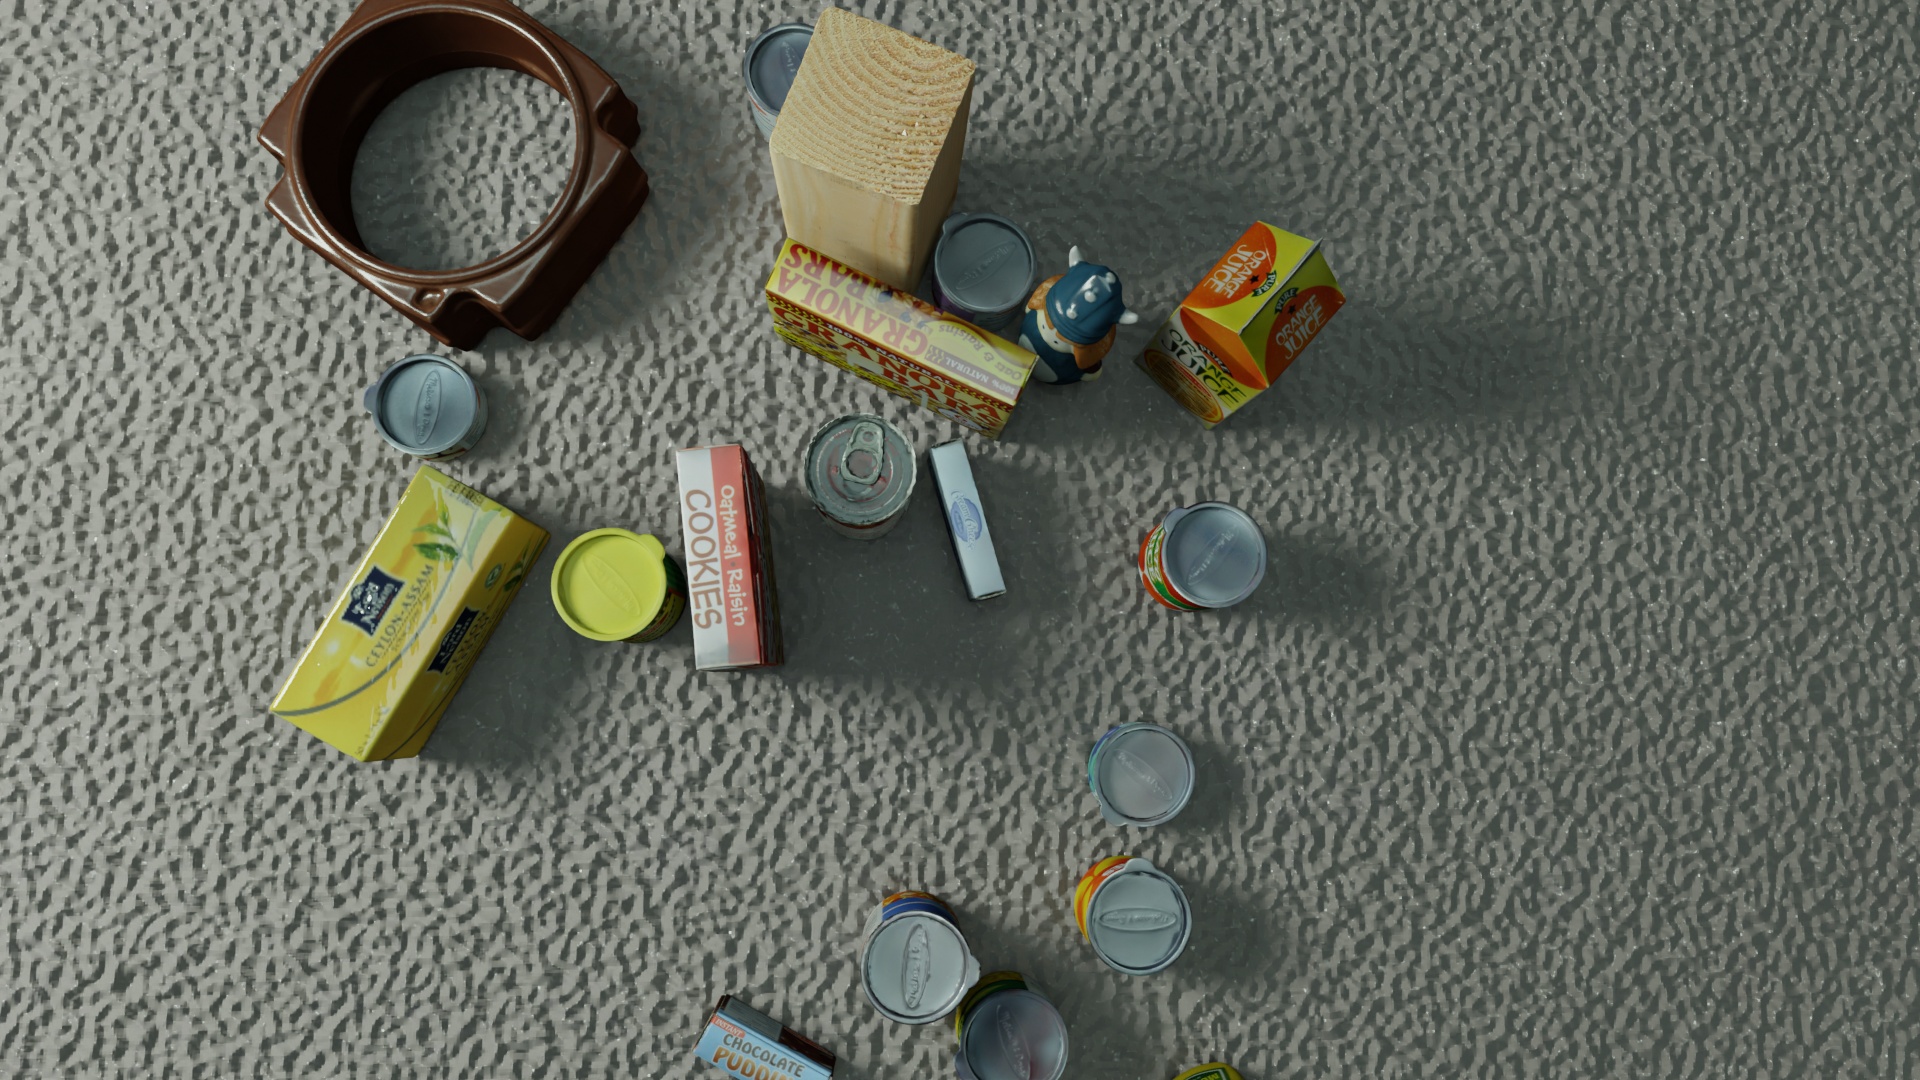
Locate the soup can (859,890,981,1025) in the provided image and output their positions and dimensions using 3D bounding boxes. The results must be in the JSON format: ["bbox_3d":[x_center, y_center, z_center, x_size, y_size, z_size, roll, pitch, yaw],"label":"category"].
[{"bbox_3d":[-0.026,0.255,0.857,0.071,0.083,0.071,0,84,-3],"label":"soup can"}]

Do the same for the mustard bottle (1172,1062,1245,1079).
[{"bbox_3d":[0.157,0.355,0.818,0.065,0.160,0.049,-30,87,-6],"label":"mustard bottle"}]

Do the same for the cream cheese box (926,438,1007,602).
[{"bbox_3d":[0.003,-0.011,0.903,0.024,0.053,0.104,-16,85,-5],"label":"cream cheese box"}]

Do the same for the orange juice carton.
[{"bbox_3d":[0.172,-0.132,0.856,0.073,0.192,0.072,43,84,1],"label":"orange juice carton"}]

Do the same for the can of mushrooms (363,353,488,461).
[{"bbox_3d":[-0.345,-0.086,0.900,0.071,0.033,0.071,0,84,-3],"label":"can of mushrooms"}]

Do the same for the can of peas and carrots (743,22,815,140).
[{"bbox_3d":[-0.106,-0.302,0.925,0.071,0.058,0.071,0,84,-3],"label":"can of peas and carrots"}]

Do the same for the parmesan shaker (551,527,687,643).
[{"bbox_3d":[-0.206,0.029,0.861,0.071,0.103,0.071,0,84,-3],"label":"parmesan shaker"}]

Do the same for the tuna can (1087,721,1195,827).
[{"bbox_3d":[0.115,0.153,0.902,0.071,0.033,0.071,0,84,-3],"label":"tuna can"}]

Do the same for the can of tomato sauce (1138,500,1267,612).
[{"bbox_3d":[0.152,0.011,0.895,0.071,0.083,0.071,0,84,-3],"label":"can of tomato sauce"}]

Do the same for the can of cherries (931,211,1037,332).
[{"bbox_3d":[0.013,-0.178,0.919,0.071,0.058,0.071,0,84,-3],"label":"can of cherries"}]

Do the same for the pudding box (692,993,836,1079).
[{"bbox_3d":[-0.120,0.318,0.861,0.084,0.049,0.030,29,83,0],"label":"pudding box"}]

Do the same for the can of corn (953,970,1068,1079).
[{"bbox_3d":[0.028,0.309,0.867,0.071,0.058,0.071,0,84,-3],"label":"can of corn"}]

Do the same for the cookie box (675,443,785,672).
[{"bbox_3d":[-0.135,0.016,0.834,0.040,0.167,0.123,-7,85,-4],"label":"cookie box"}]

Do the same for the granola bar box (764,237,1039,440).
[{"bbox_3d":[-0.038,-0.122,0.877,0.165,0.124,0.039,25,84,-1],"label":"granola bar box"}]

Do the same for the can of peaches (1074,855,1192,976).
[{"bbox_3d":[0.108,0.234,0.880,0.071,0.058,0.071,0,84,-3],"label":"can of peaches"}]
